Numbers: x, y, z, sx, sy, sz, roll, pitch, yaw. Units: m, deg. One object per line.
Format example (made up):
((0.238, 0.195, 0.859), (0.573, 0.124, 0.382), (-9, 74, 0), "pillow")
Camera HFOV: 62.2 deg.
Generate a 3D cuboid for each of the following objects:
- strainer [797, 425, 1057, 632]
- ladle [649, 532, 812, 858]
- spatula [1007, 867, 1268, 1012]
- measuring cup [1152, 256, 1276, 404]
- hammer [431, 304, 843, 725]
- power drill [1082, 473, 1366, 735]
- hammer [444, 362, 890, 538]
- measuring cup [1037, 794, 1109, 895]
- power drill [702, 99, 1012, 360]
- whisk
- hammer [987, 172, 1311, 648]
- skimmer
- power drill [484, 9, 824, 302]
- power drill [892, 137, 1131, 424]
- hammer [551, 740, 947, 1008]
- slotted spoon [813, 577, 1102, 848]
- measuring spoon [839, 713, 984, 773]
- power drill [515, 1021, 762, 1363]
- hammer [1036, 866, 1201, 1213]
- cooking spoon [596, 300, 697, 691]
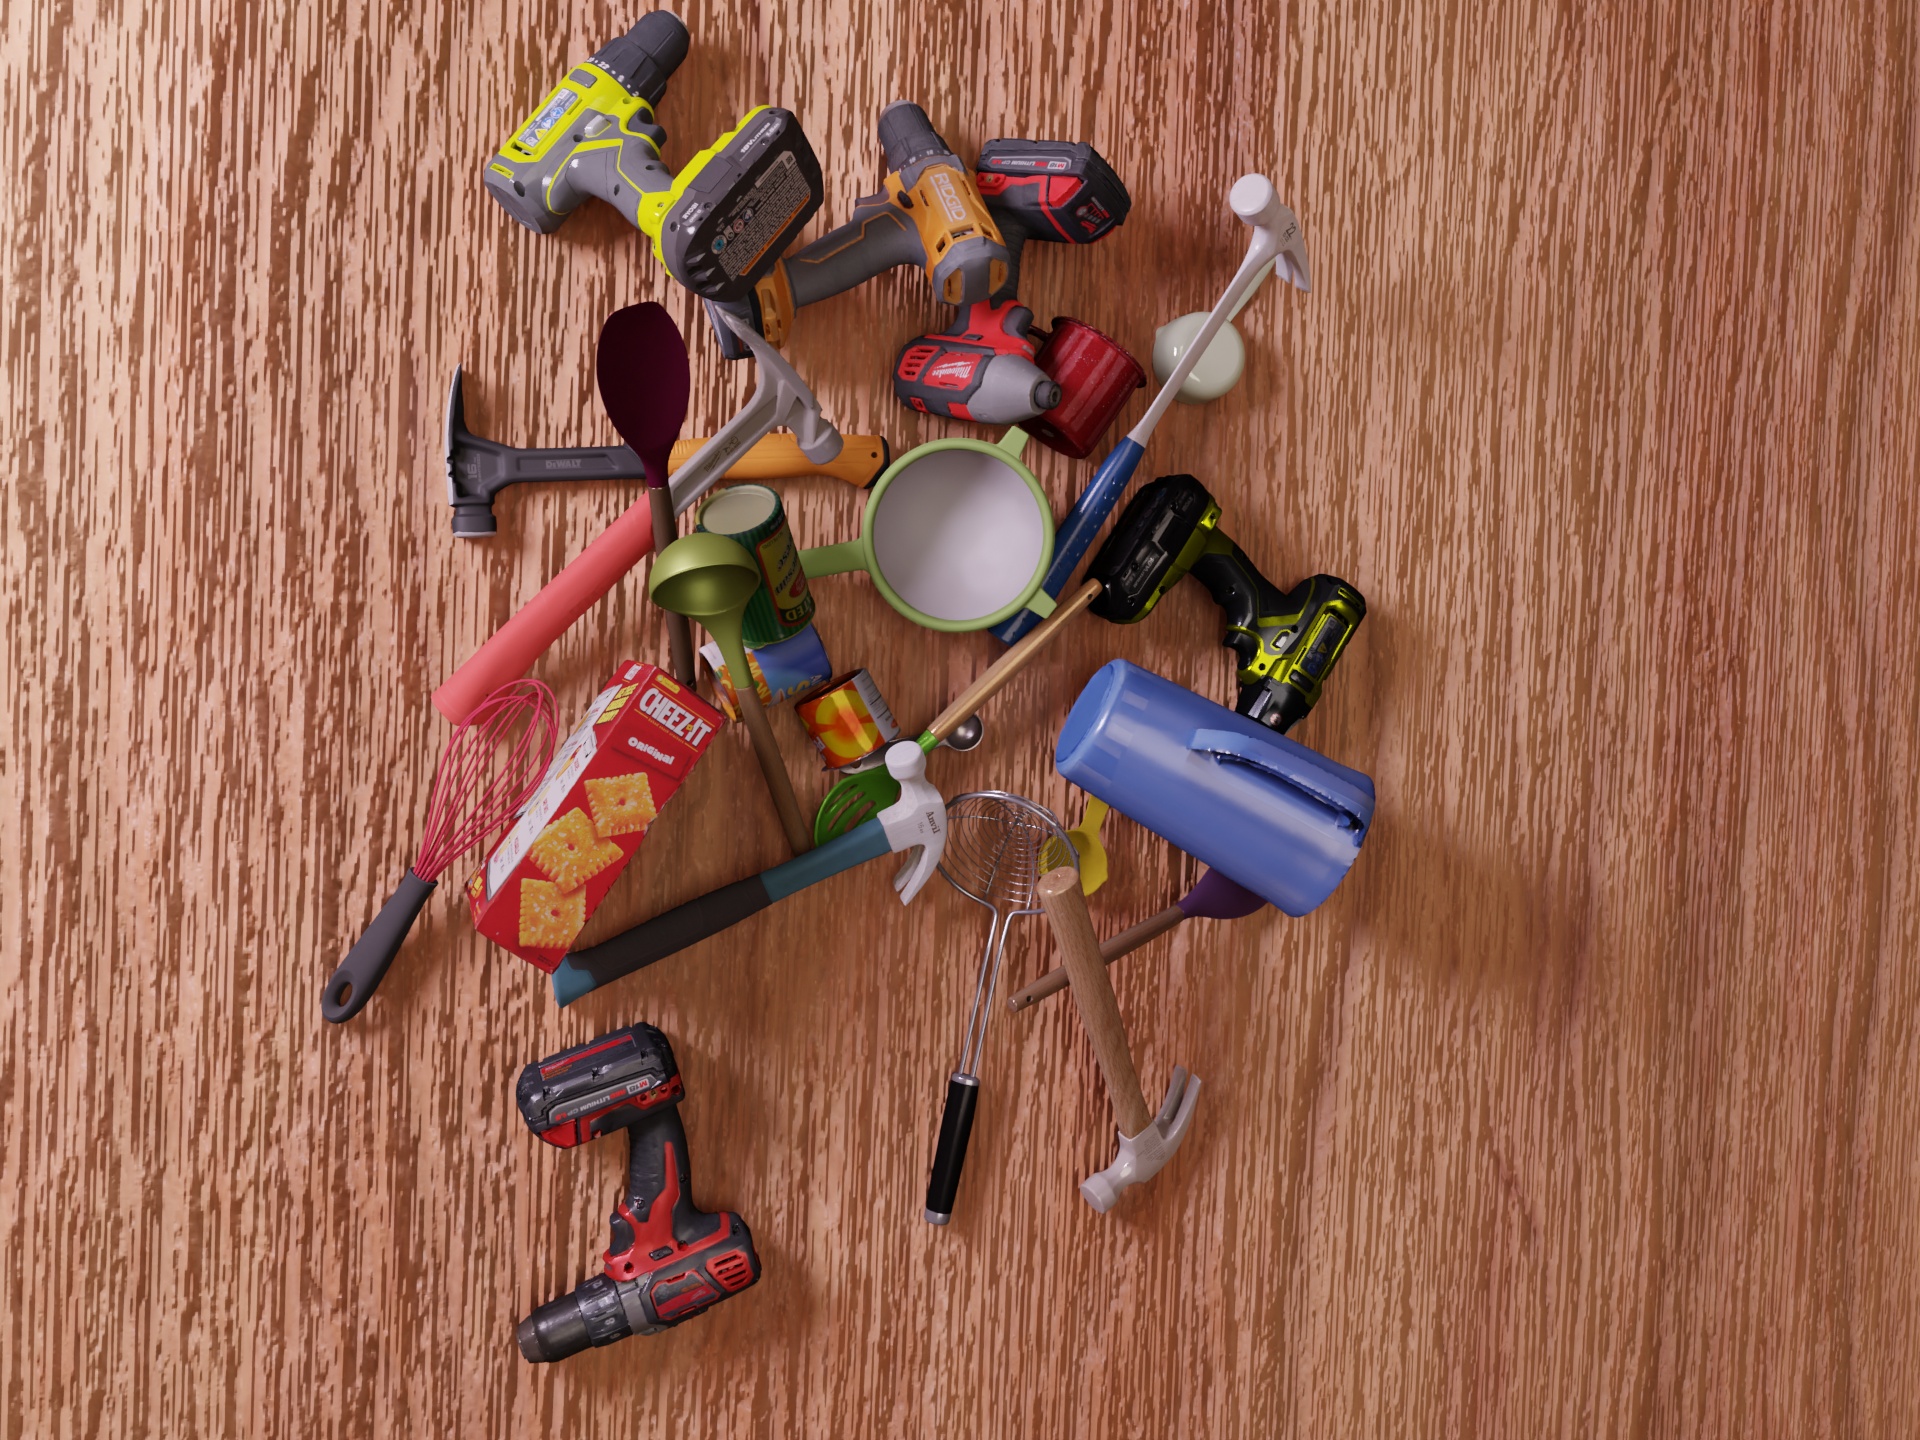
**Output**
((-0.054, -0.139, 1.263), (0.256, 0.069, 0.151), (-10, 101, 2), "strainer")
((-0.153, 0.001, 1.177), (0.078, 0.062, 0.319), (-14, 124, 1), "ladle")
((0.164, 0.173, 1.328), (0.316, 0.018, 0.060), (-22, 98, -32), "spatula")
((0.230, -0.345, 1.353), (0.083, 0.038, 0.167), (37, 84, -16), "measuring cup")
((-0.253, -0.134, 1.166), (0.359, 0.037, 0.149), (-43, 136, 0), "hammer")
((0.221, -0.088, 1.345), (0.223, 0.080, 0.171), (35, 82, -19), "power drill")
((-0.219, -0.208, 1.219), (0.336, 0.034, 0.127), (-4, 95, -18), "hammer")
((0.109, 0.076, 1.346), (0.062, 0.029, 0.156), (27, 72, -17), "measuring cup")
((-0.094, -0.379, 1.206), (0.226, 0.084, 0.185), (-18, 66, -9), "power drill")
((-0.381, 0.097, 1.157), (0.073, 0.073, 0.296), (32, 94, -16), "whisk")
((0.150, -0.231, 1.283), (0.405, 0.035, 0.144), (-57, 151, 8), "hammer")
((0.009, 0.235, 1.282), (0.127, 0.090, 0.363), (12, 91, 15), "skimmer")
((-0.210, -0.409, 1.137), (0.229, 0.080, 0.190), (33, 80, 28), "power drill")
((0.044, -0.335, 1.243), (0.078, 0.143, 0.220), (28, 81, -55), "power drill")
((-0.163, 0.134, 1.227), (0.331, 0.033, 0.128), (-24, 125, -7), "hammer")
((-0.002, -0.004, 1.278), (0.314, 0.031, 0.070), (-43, 129, -4), "slotted spoon")
((-0.041, 0.020, 1.299), (0.124, 0.018, 0.034), (-17, 106, -10), "measuring spoon")
((-0.269, 0.366, 1.208), (0.188, 0.080, 0.226), (-19, 101, -16), "power drill")
((0.120, 0.251, 1.288), (0.130, 0.031, 0.331), (-34, 125, -24), "hammer")
((-0.215, -0.148, 1.144), (0.069, 0.017, 0.318), (-26, 134, -29), "cooking spoon")
